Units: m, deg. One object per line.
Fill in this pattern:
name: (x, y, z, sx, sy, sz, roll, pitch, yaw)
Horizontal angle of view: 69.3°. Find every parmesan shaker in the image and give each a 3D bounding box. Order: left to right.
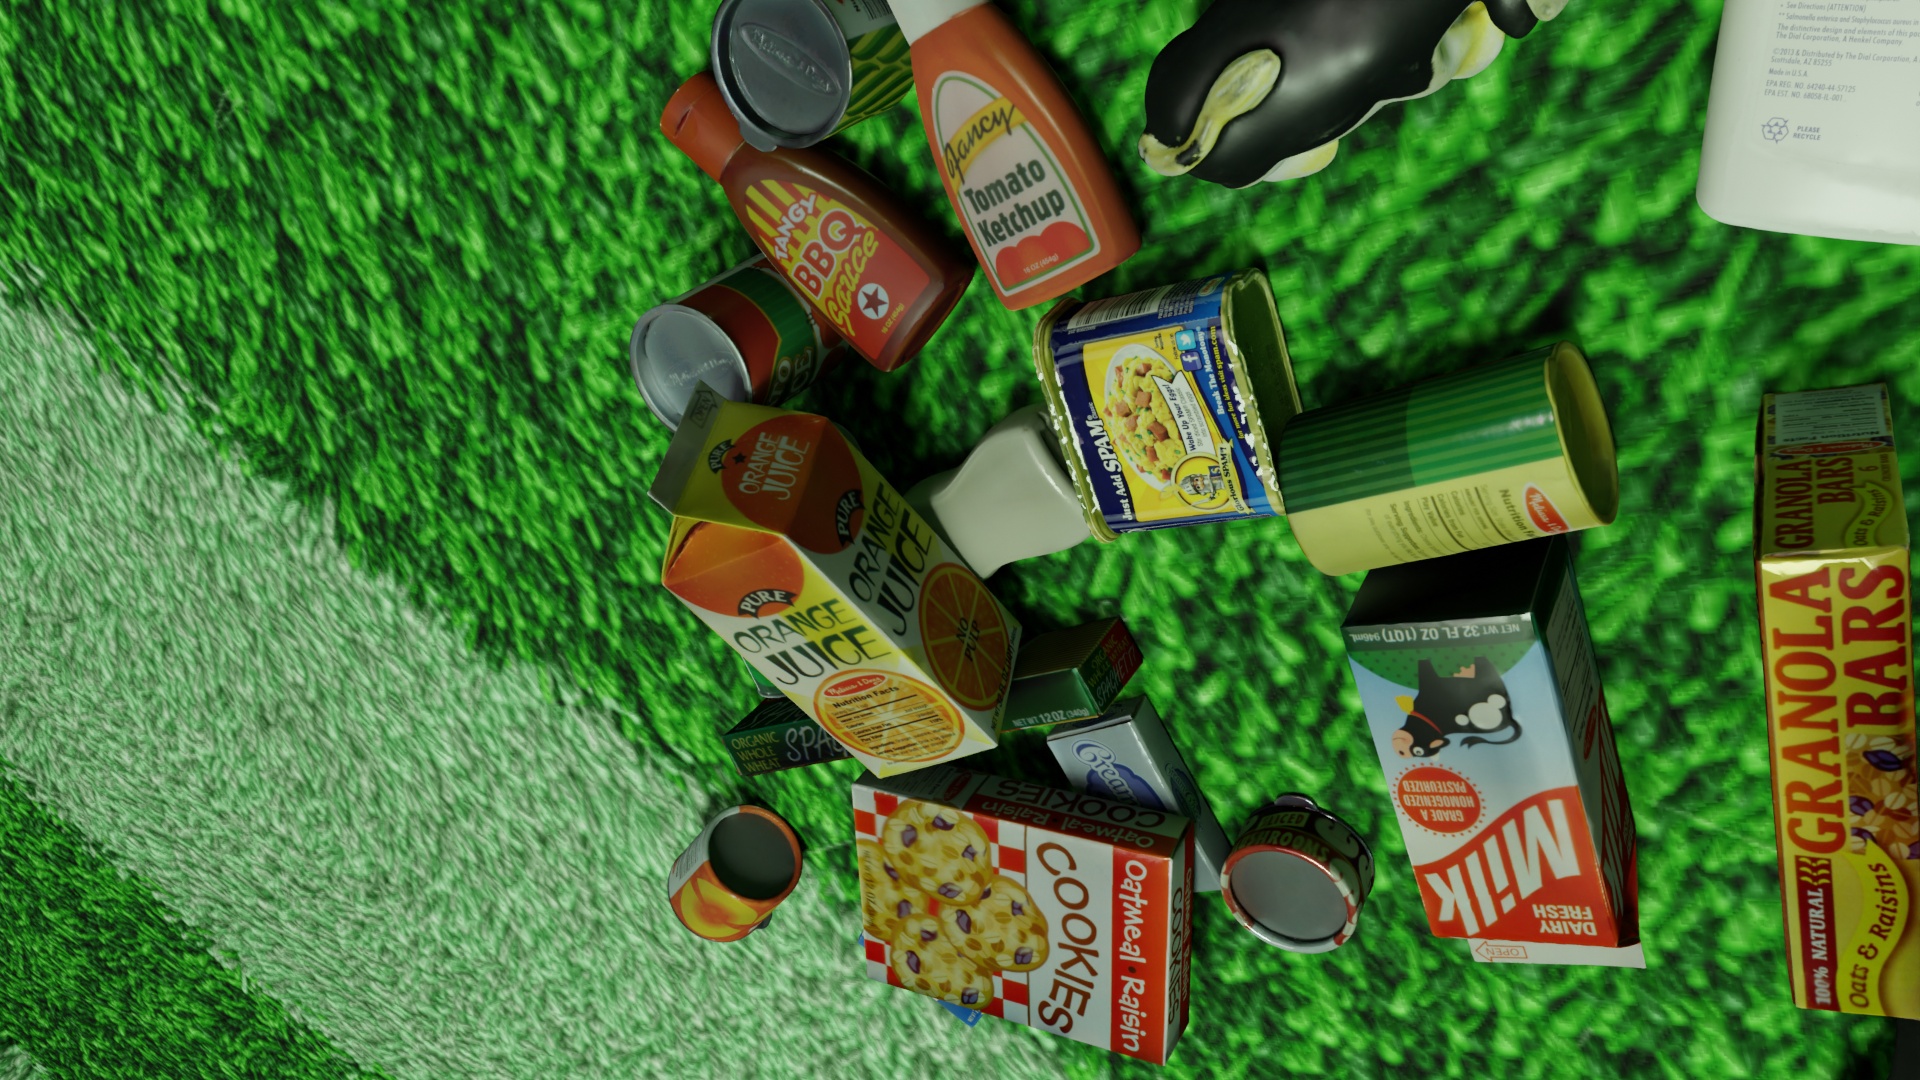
parmesan shaker: (0.176, -0.030, 0.510, 0.103, 0.072, 0.071, -14, 109, 38)

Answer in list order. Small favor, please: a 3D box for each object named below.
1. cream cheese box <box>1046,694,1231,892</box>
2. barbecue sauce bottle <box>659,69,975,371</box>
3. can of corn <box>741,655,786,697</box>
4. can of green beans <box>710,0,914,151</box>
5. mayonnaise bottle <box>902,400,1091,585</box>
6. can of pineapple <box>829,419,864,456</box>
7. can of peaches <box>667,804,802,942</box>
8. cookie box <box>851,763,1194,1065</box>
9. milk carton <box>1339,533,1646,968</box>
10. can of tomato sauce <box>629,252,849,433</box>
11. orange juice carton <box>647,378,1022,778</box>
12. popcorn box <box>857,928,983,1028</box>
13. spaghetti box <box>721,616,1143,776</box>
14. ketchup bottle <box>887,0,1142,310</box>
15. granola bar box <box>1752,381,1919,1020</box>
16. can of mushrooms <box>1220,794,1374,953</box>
cream cheese box: (0.090, 0.129, 0.688, 0.053, 0.024, 0.103, -20, 105, 38)
barbecue sauce bottle: (-0.066, -0.144, 0.610, 0.148, 0.044, 0.064, 43, 126, 4)
can of corn: (-0.084, 0.038, 0.717, 0.071, 0.071, 0.058, -12, 110, 36)
can of green beans: (-0.057, -0.199, 0.562, 0.071, 0.058, 0.071, 15, 124, 24)
mayonnaise bottle: (0.002, -0.008, 0.651, 0.147, 0.041, 0.064, -29, 105, 41)
can of pineapple: (-0.086, -0.023, 0.678, 0.058, 0.071, 0.070, -5, 114, 34)
can of peaches: (-0.135, 0.204, 0.848, 0.071, 0.071, 0.057, 43, 130, 3)
cookie box: (0.031, 0.182, 0.699, 0.167, 0.040, 0.122, 8, 115, 23)
milk carton: (0.218, 0.095, 0.555, 0.072, 0.074, 0.190, -9, 112, 35)
can of tomato sauce: (-0.098, -0.089, 0.637, 0.071, 0.083, 0.070, 15, 124, 24)
orange juice carton: (-0.059, 0.017, 0.606, 0.073, 0.072, 0.192, -21, 127, 32)
popcorn box: (0.003, 0.207, 0.781, 0.085, 0.038, 0.126, 34, 129, 9)
spaghetti box: (-0.024, 0.085, 0.716, 0.249, 0.050, 0.028, -16, 107, 38)
ketchup bottle: (0.013, -0.168, 0.546, 0.064, 0.044, 0.148, -18, 106, 37)
granola bar box: (0.285, 0.048, 0.452, 0.039, 0.125, 0.165, -3, 115, 32)
can of mushrooms: (0.158, 0.158, 0.657, 0.071, 0.034, 0.070, 16, 125, 24)
